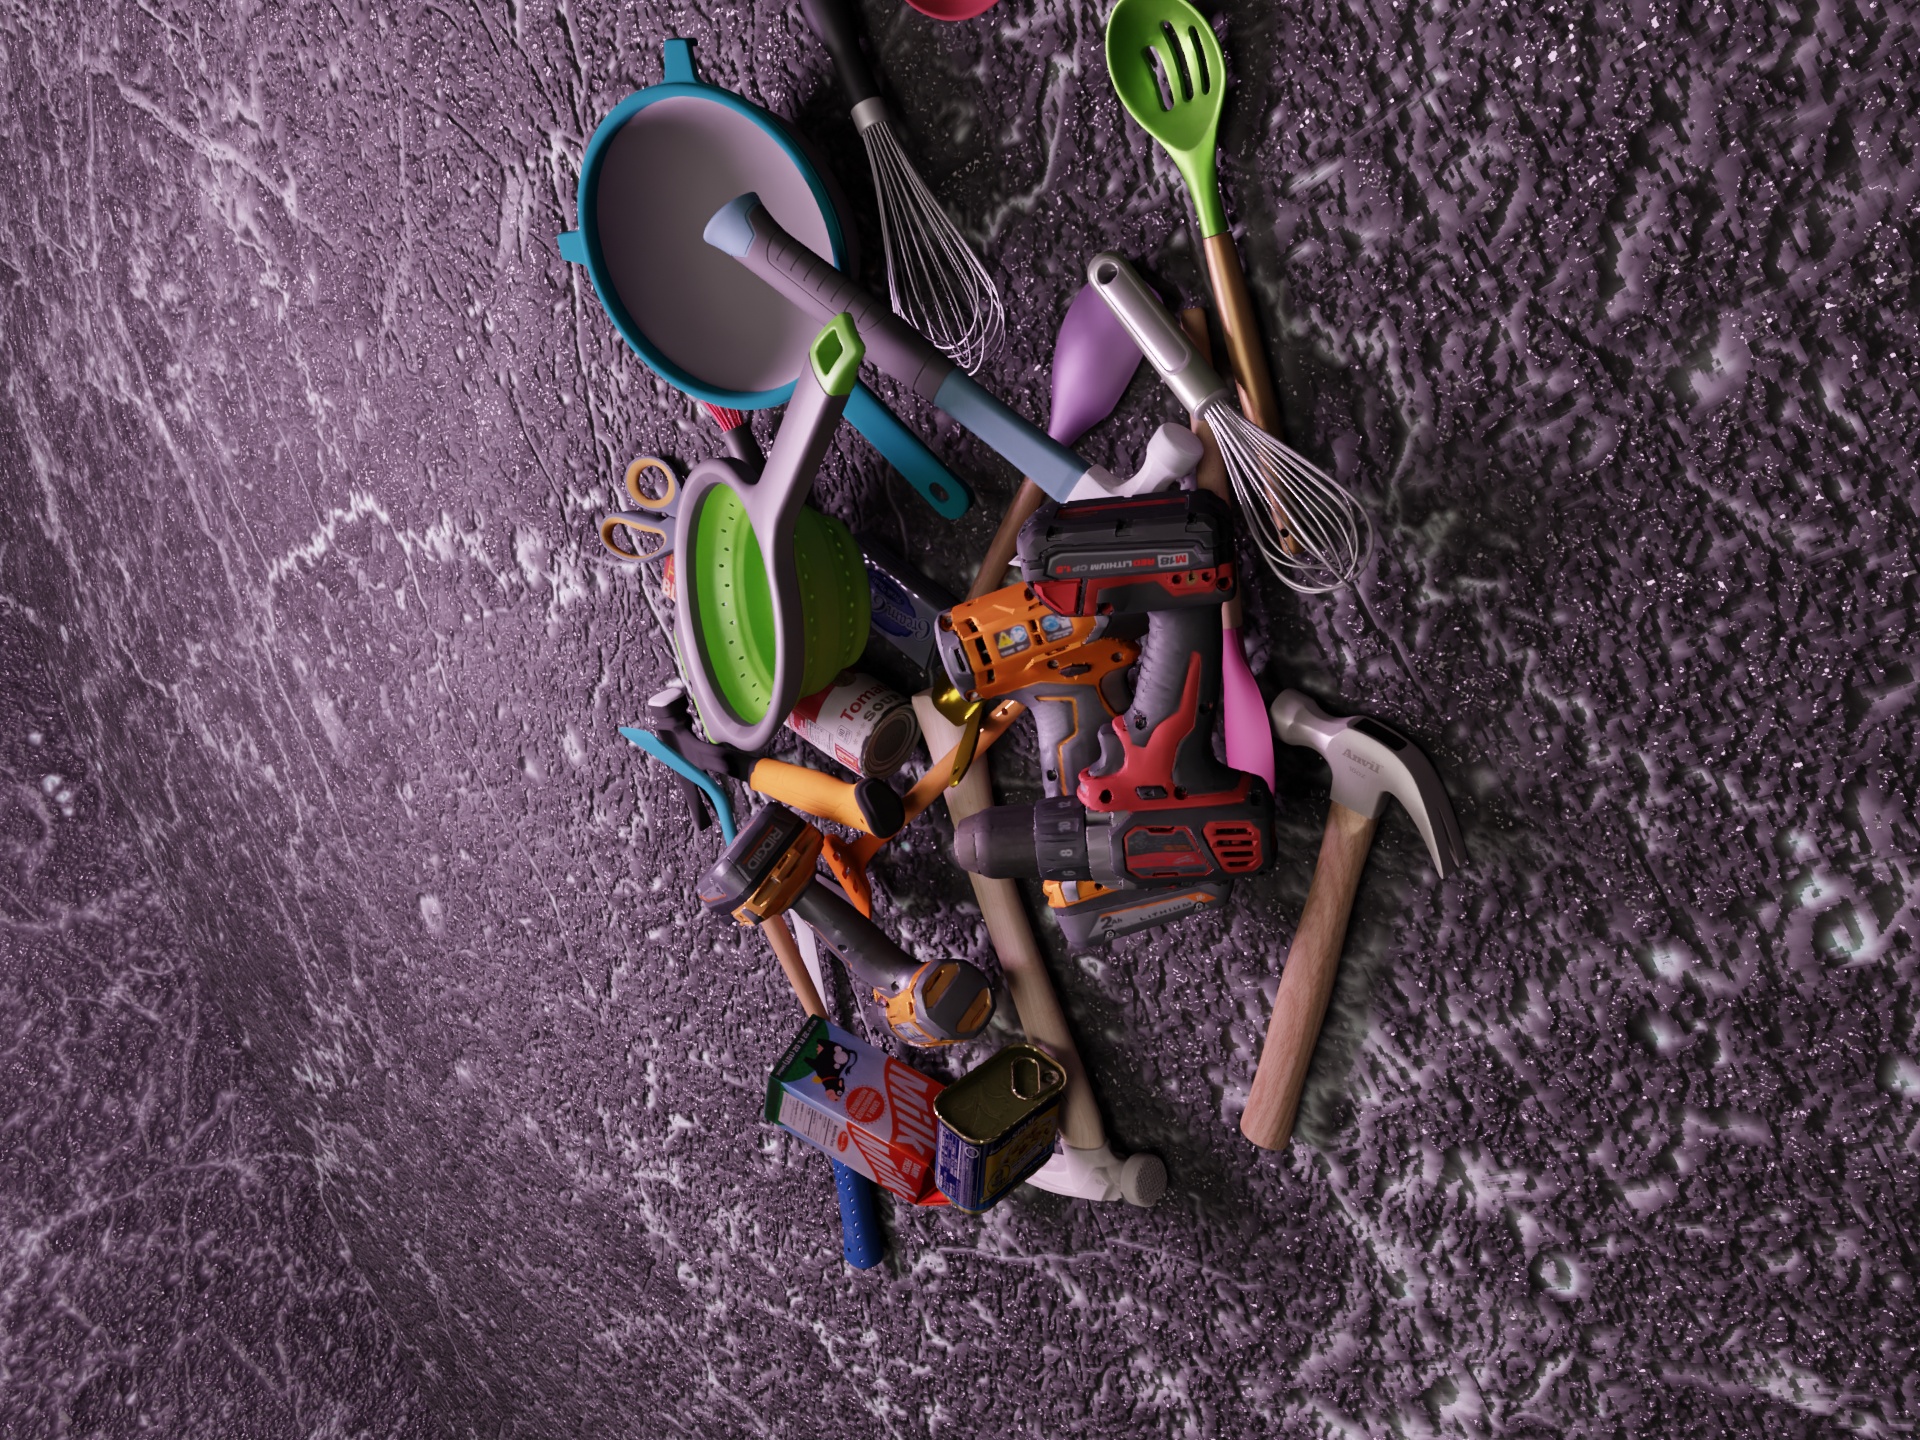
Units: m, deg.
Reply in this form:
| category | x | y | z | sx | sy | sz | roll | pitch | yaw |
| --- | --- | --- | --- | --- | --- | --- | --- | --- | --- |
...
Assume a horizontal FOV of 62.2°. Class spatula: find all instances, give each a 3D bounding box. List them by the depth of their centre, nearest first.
| category | x | y | z | sx | sy | sz | roll | pitch | yaw |
| --- | --- | --- | --- | --- | --- | --- | --- | --- | --- |
| spatula | 0.047 | -0.153 | 1.023 | 0.060 | 0.018 | 0.315 | 46 | 135 | 21 |
| spatula | -0.032 | 0.061 | 1.164 | 0.081 | 0.041 | 0.322 | 56 | 138 | 10 |
| spatula | -0.181 | 0.135 | 1.304 | 0.082 | 0.044 | 0.317 | 4 | 122 | 59 |

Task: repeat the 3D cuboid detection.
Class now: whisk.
| category | x | y | z | sx | sy | sz | roll | pitch | yaw |
| --- | --- | --- | --- | --- | --- | --- | --- | --- | --- |
| whisk | 0.142 | -0.167 | 0.870 | 0.058 | 0.059 | 0.246 | -40 | 70 | 18 |
| whisk | -0.042 | -0.346 | 0.989 | 0.070 | 0.070 | 0.284 | -22 | 89 | 48 |
| whisk | -0.174 | -0.234 | 1.172 | 0.073 | 0.073 | 0.295 | -10 | 108 | 47 |

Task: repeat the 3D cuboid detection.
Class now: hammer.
| category | x | y | z | sx | sy | sz | roll | pitch | yaw |
| --- | --- | --- | --- | --- | --- | --- | --- | --- | --- |
| hammer | -0.019 | -0.211 | 0.954 | 0.331 | 0.033 | 0.128 | 38 | 127 | 7 |
| hammer | 0.225 | 0.146 | 0.994 | 0.130 | 0.031 | 0.331 | 29 | 129 | 32 |
| hammer | 0.036 | 0.171 | 1.192 | 0.146 | 0.038 | 0.410 | -7 | 105 | 48 |
| hammer | -0.145 | 0.053 | 1.250 | 0.337 | 0.034 | 0.127 | 12 | 126 | 54 |
| hammer | -0.111 | 0.314 | 1.411 | 0.144 | 0.035 | 0.405 | 12 | 118 | 41 |

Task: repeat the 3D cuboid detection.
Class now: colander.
| category | x | y | z | sx | sy | sz | roll | pitch | yaw |
| --- | --- | --- | --- | --- | --- | --- | --- | --- | --- |
| colander | -0.098 | -0.126 | 1.058 | 0.205 | 0.094 | 0.397 | 68 | 150 | 22 |

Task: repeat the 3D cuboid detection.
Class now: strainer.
| category | x | y | z | sx | sy | sz | roll | pitch | yaw |
| --- | --- | --- | --- | --- | --- | --- | --- | --- | --- |
| strainer | -0.098 | -0.276 | 1.061 | 0.340 | 0.095 | 0.211 | 45 | 133 | -3 |

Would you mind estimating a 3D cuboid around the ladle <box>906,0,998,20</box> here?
| category | x | y | z | sx | sy | sz | roll | pitch | yaw |
| --- | --- | --- | --- | --- | --- | --- | --- | --- | --- |
| ladle | 0.087 | -0.407 | 0.845 | 0.316 | 0.031 | 0.069 | 20 | 126 | 35 |

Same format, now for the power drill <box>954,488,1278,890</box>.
| category | x | y | z | sx | sy | sz | roll | pitch | yaw |
| --- | --- | --- | --- | --- | --- | --- | --- | --- | --- |
| power drill | 0.080 | -0.008 | 0.907 | 0.188 | 0.080 | 0.226 | -4 | 108 | 10 |

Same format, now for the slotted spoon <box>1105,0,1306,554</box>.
| category | x | y | z | sx | sy | sz | roll | pitch | yaw |
| --- | --- | --- | --- | --- | --- | --- | --- | --- | --- |
| slotted spoon | 0.146 | -0.241 | 0.875 | 0.070 | 0.031 | 0.313 | -3 | 110 | 45 |

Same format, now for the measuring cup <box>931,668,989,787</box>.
| category | x | y | z | sx | sy | sz | roll | pitch | yaw |
| --- | --- | --- | --- | --- | --- | --- | --- | --- | --- |
| measuring cup | -0.002 | -0.003 | 1.055 | 0.029 | 0.157 | 0.062 | 39 | 115 | -13 |

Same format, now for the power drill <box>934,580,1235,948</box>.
| category | x | y | z | sx | sy | sz | roll | pitch | yaw |
| --- | --- | --- | --- | --- | --- | --- | --- | --- | --- |
| power drill | 0.097 | 0.012 | 0.993 | 0.164 | 0.084 | 0.226 | -20 | 97 | 14 |

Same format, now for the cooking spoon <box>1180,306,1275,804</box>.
| category | x | y | z | sx | sy | sz | roll | pitch | yaw |
| --- | --- | --- | --- | --- | --- | --- | --- | --- | --- |
| cooking spoon | 0.155 | -0.081 | 0.937 | 0.069 | 0.017 | 0.318 | -136 | 36 | -73 |

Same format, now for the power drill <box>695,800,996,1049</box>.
| category | x | y | z | sx | sy | sz | roll | pitch | yaw |
| --- | --- | --- | --- | --- | --- | --- | --- | --- | --- |
| power drill | -0.091 | 0.169 | 1.216 | 0.226 | 0.084 | 0.185 | 39 | 159 | -5 |
